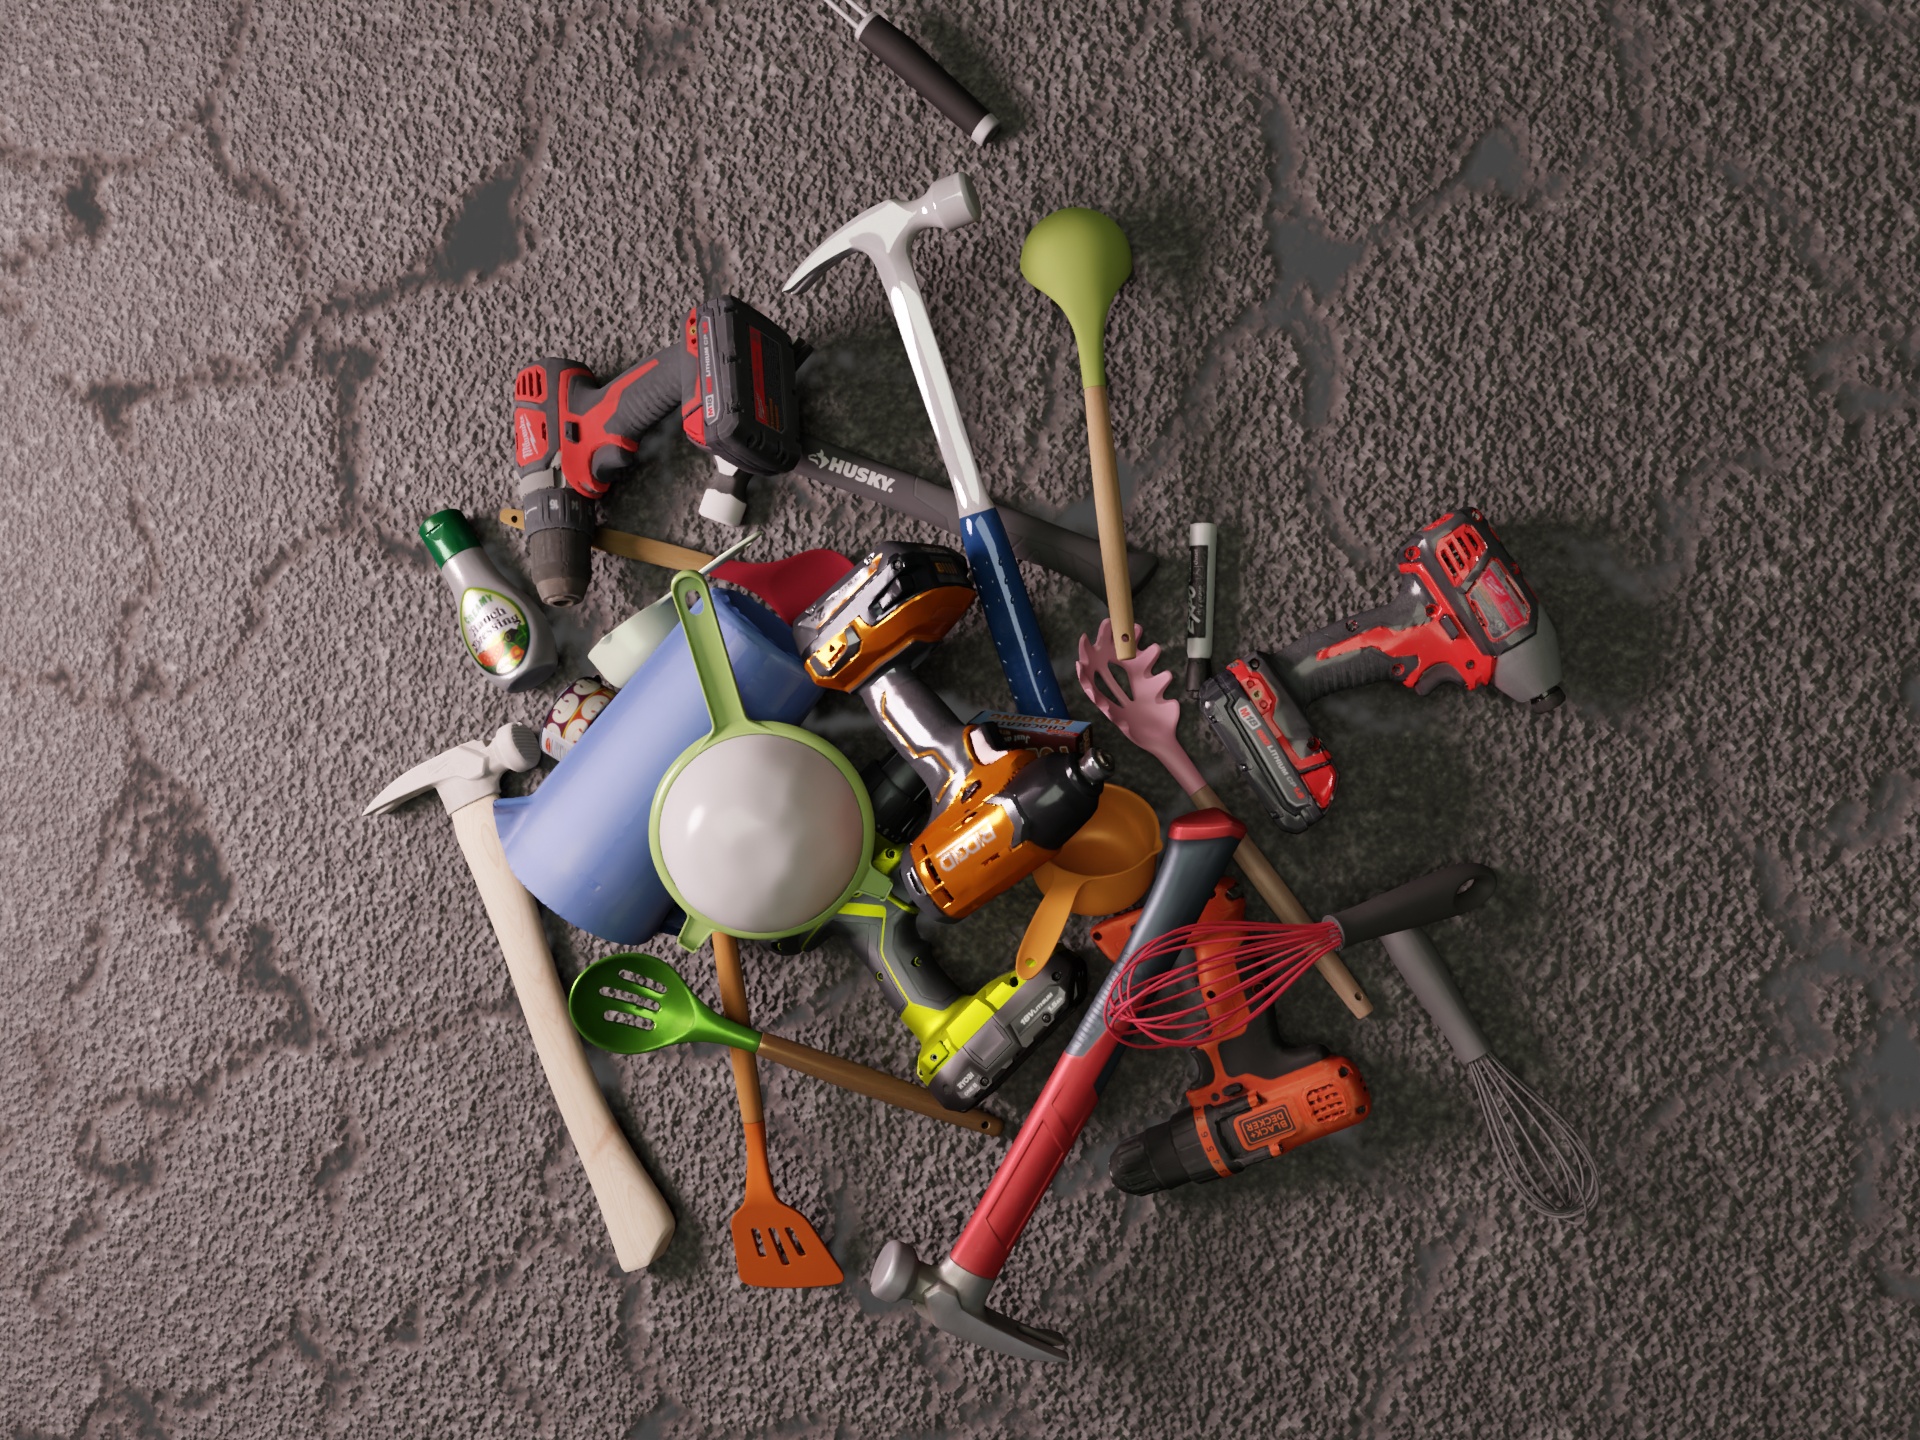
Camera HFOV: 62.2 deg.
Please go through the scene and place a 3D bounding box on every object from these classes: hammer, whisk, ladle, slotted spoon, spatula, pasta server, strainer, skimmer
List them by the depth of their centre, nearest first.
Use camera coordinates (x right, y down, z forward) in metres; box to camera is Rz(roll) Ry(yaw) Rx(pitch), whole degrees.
[{"bbox_3d":[0.217,0.139,0.994,0.295,0.073,0.073,-15,83,-21],"label":"whisk"},{"bbox_3d":[-0.144,0.029,1.027,0.151,0.069,0.256,-15,102,0],"label":"strainer"},{"bbox_3d":[0.335,0.215,1.029,0.055,0.055,0.239,-33,77,11],"label":"whisk"},{"bbox_3d":[0.092,0.235,1.032,0.143,0.038,0.386,27,97,-12],"label":"hammer"},{"bbox_3d":[0.180,0.068,1.077,0.060,0.040,0.316,-33,81,-17],"label":"pasta server"},{"bbox_3d":[0.003,-0.151,1.086,0.144,0.035,0.405,-16,97,19],"label":"hammer"},{"bbox_3d":[0.094,-0.198,1.091,0.078,0.062,0.320,-6,85,-2],"label":"ladle"},{"bbox_3d":[-0.115,0.232,1.094,0.313,0.031,0.070,21,89,-10],"label":"slotted spoon"},{"bbox_3d":[-0.147,0.256,1.124,0.081,0.041,0.322,-7,95,15],"label":"spatula"},{"bbox_3d":[-0.018,-0.161,1.136,0.335,0.035,0.146,22,94,14],"label":"hammer"},{"bbox_3d":[-0.109,-0.544,1.177,0.363,0.090,0.127,42,95,2],"label":"skimmer"},{"bbox_3d":[-0.208,-0.119,1.187,0.315,0.031,0.069,15,99,16],"label":"ladle"},{"bbox_3d":[-0.320,0.216,1.197,0.146,0.038,0.411,-24,83,13],"label":"hammer"}]

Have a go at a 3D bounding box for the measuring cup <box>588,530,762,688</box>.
[{"bbox_3d":[-0.196,-0.077,1.147,0.167,0.083,0.038,-34,92,23],"label":"measuring cup"}]

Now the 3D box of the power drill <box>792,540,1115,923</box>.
[{"bbox_3d":[-0.002,-0.003,1.029,0.164,0.084,0.227,-37,71,31],"label":"power drill"}]

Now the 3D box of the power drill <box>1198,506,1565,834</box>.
[{"bbox_3d":[0.277,-0.024,1.035,0.219,0.078,0.143,-33,89,7],"label":"power drill"}]

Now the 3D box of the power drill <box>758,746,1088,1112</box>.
[{"bbox_3d":[-0.022,0.136,1.106,0.229,0.080,0.190,45,95,14],"label":"power drill"}]

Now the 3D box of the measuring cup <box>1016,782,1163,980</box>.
[{"bbox_3d":[0.073,0.117,1.047,0.095,0.052,0.174,15,48,18],"label":"measuring cup"}]

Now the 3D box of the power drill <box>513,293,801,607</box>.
[{"bbox_3d":[-0.229,-0.191,1.143,0.227,0.080,0.188,-13,74,27],"label":"power drill"}]
